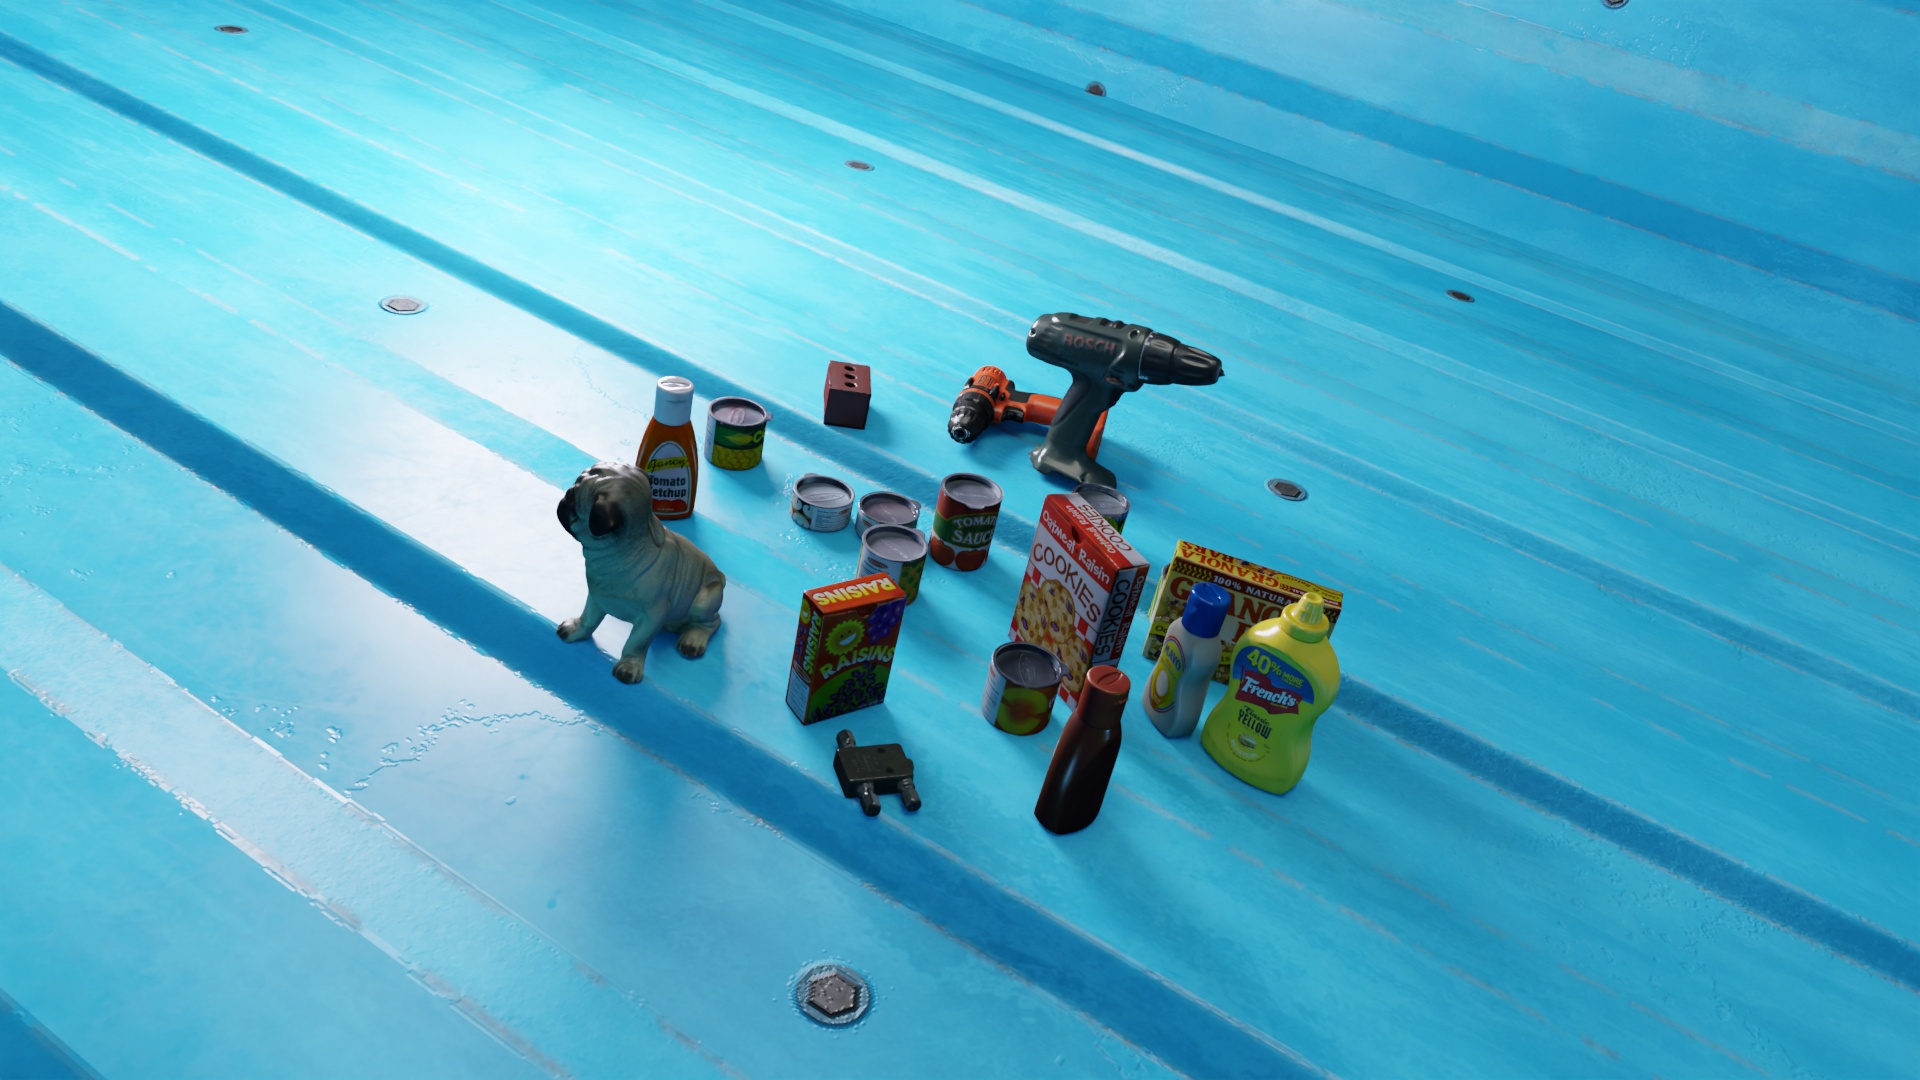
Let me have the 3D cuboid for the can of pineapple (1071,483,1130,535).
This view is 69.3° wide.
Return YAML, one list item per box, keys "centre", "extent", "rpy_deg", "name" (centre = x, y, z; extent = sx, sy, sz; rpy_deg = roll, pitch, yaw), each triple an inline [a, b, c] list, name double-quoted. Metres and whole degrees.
- centre: [0.149, -0.021, 1.538]
  extent: [0.071, 0.057, 0.071]
  rpy_deg: [10, 32, -6]
  name: "can of pineapple"

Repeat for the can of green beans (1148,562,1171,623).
- centre: [0.233, 0.063, 1.436]
  extent: [0.071, 0.057, 0.071]
  rpy_deg: [10, 32, -6]
  name: "can of green beans"

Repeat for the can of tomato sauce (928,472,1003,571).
- centre: [0.005, -0.018, 1.456]
  extent: [0.071, 0.082, 0.071]
  rpy_deg: [10, 32, -6]
  name: "can of tomato sauce"

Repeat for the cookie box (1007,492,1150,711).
- centre: [0.107, 0.057, 1.296]
  extent: [0.040, 0.166, 0.123]
  rpy_deg: [-8, 38, -31]
  name: "cookie box"

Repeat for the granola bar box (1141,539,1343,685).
- centre: [0.274, 0.082, 1.358]
  extent: [0.166, 0.123, 0.039]
  rpy_deg: [18, 32, 8]
  name: "granola bar box"

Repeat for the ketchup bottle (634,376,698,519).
- centre: [-0.294, -0.093, 1.401]
  extent: [0.065, 0.148, 0.044]
  rpy_deg: [3, 33, -16]
  name: "ketchup bottle"

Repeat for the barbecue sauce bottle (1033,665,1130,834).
- centre: [0.104, 0.170, 1.135]
  extent: [0.065, 0.147, 0.044]
  rpy_deg: [-19, 44, -41]
  name: "barbecue sauce bottle"

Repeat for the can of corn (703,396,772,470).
- centre: [-0.248, -0.118, 1.543]
  extent: [0.071, 0.058, 0.071]
  rpy_deg: [10, 32, -6]
  name: "can of corn"

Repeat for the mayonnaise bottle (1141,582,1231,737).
- centre: [0.209, 0.107, 1.273]
  extent: [0.041, 0.147, 0.065]
  rpy_deg: [-2, 35, -23]
  name: "mayonnaise bottle"

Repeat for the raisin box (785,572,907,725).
- centre: [-0.100, 0.094, 1.204]
  extent: [0.086, 0.122, 0.040]
  rpy_deg: [-12, 39, -34]
  name: "raisin box"

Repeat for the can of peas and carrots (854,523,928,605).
- centre: [-0.068, 0.024, 1.385]
  extent: [0.071, 0.058, 0.071]
  rpy_deg: [10, 32, -6]
  name: "can of peas and carrots"

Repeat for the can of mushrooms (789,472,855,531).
- centre: [-0.148, -0.041, 1.482]
  extent: [0.071, 0.033, 0.071]
  rpy_deg: [10, 32, -6]
  name: "can of mushrooms"

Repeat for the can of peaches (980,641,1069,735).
- centre: [0.058, 0.134, 1.260]
  extent: [0.071, 0.057, 0.071]
  rpy_deg: [10, 32, -6]
  name: "can of peaches"

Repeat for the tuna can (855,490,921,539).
- centre: [-0.076, -0.022, 1.479]
  extent: [0.071, 0.032, 0.071]
  rpy_deg: [10, 32, -6]
  name: "tuna can"
